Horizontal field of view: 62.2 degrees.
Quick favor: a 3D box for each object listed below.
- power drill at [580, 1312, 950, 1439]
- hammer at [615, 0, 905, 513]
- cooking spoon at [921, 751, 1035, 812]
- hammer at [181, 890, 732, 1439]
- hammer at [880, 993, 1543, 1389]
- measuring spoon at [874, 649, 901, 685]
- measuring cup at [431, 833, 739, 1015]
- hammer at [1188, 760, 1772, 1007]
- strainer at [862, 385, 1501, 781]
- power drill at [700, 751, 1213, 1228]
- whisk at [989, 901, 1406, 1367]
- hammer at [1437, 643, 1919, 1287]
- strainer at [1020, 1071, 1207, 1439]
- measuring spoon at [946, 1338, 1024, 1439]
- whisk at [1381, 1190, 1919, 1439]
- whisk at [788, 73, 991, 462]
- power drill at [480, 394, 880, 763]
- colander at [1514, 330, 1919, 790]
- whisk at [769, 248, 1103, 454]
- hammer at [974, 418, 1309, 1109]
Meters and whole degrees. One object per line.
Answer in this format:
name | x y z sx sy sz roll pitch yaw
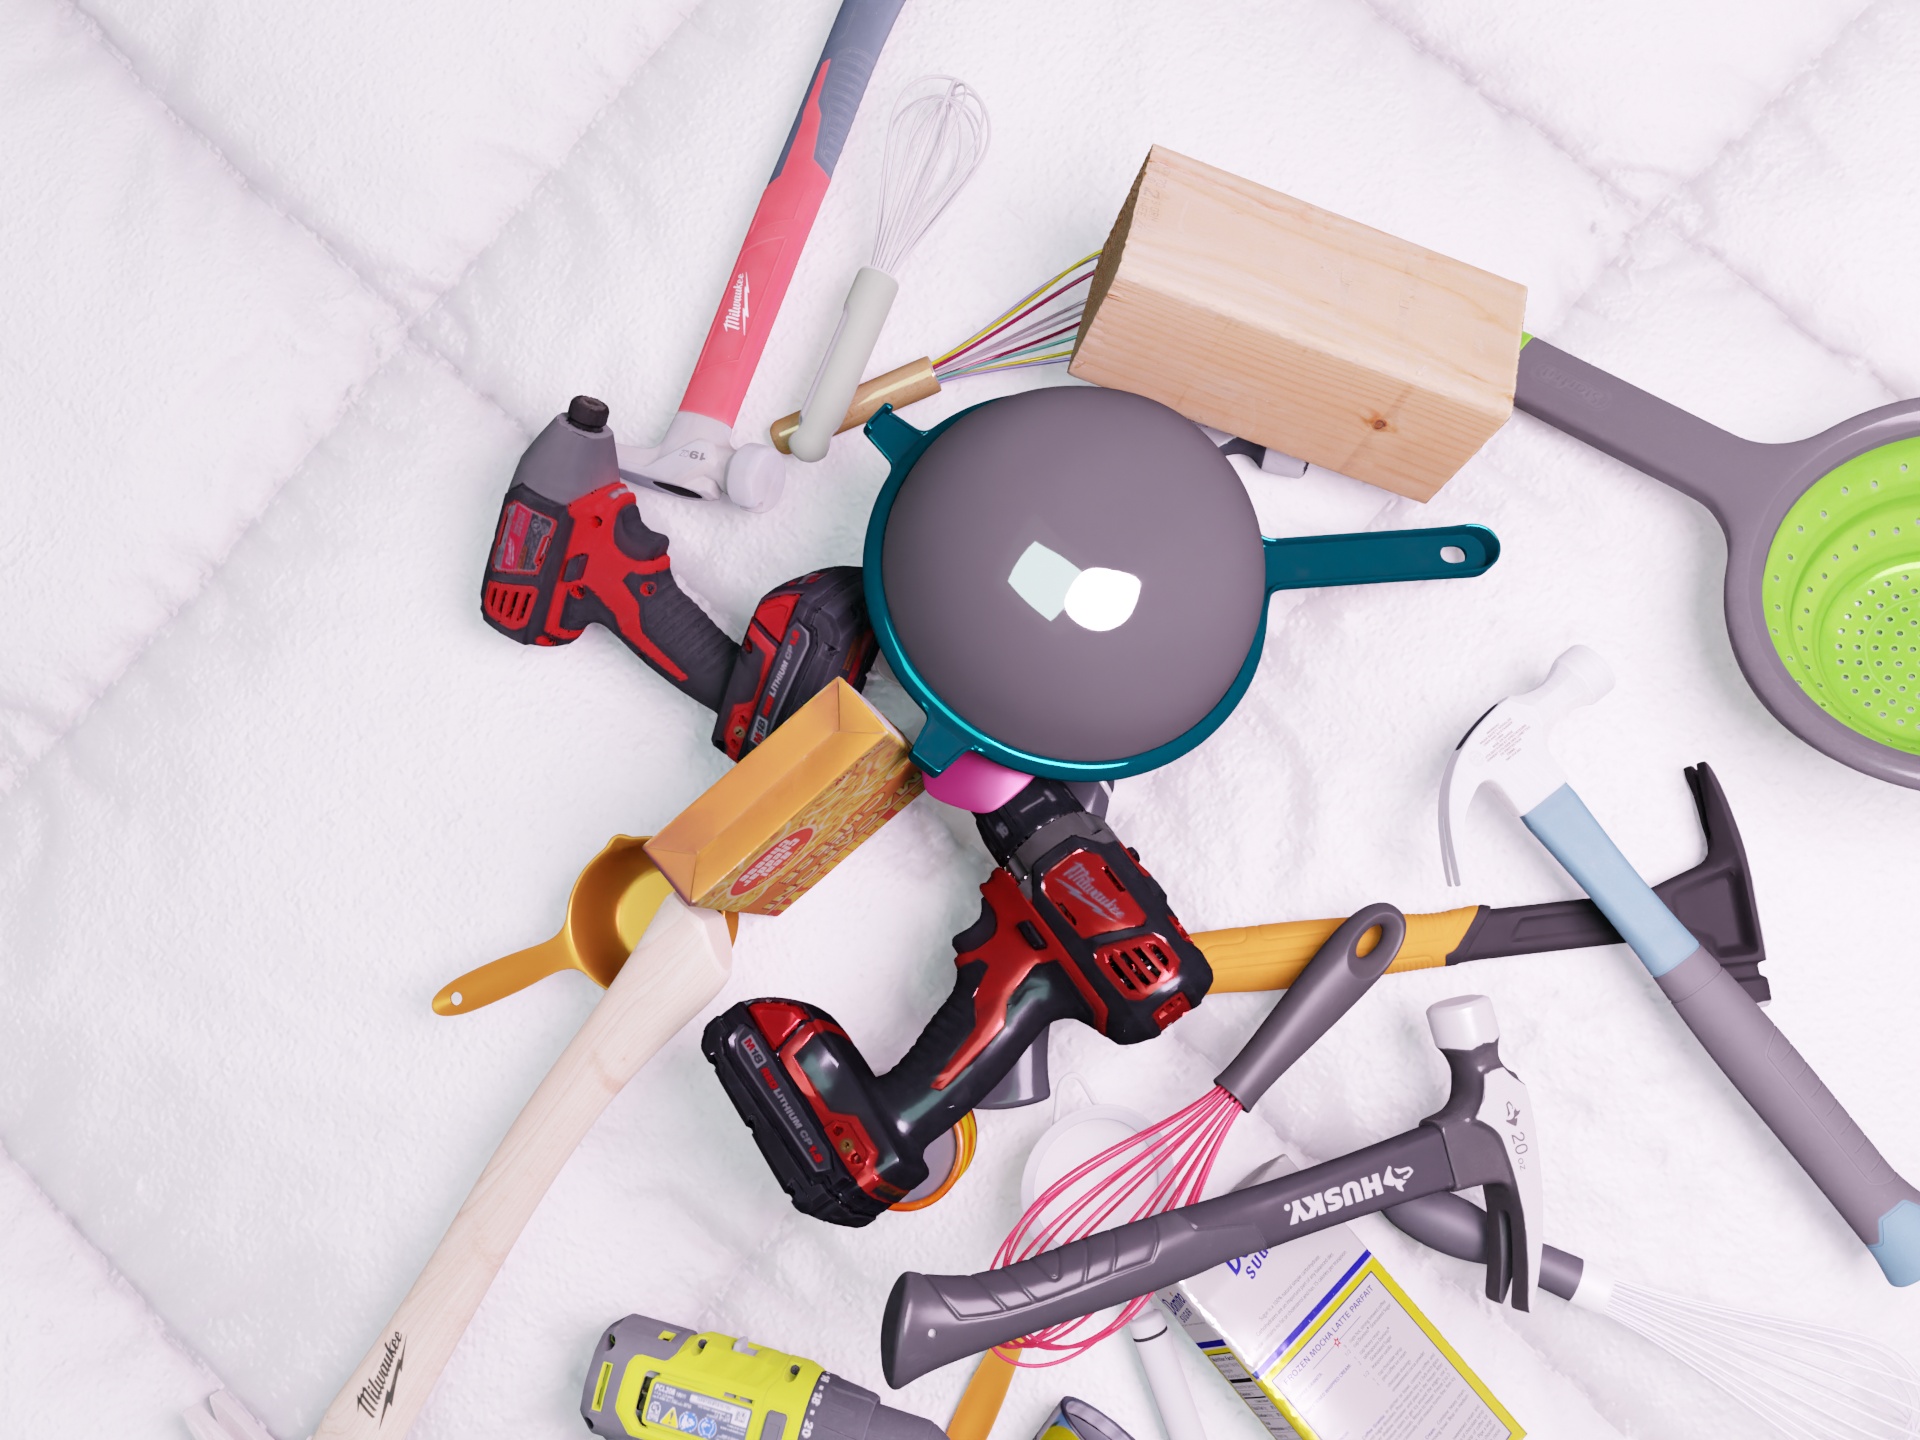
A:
power drill | -0.117 0.438 0.811 0.190 0.080 0.228 13 81 9
hammer | -0.108 -0.313 0.926 0.143 0.038 0.386 17 82 22
cooking spoon | 0.060 -0.096 0.833 0.069 0.017 0.319 16 69 23
hammer | -0.256 0.260 0.841 0.146 0.038 0.410 35 96 11
hammer | 0.122 0.240 0.732 0.334 0.035 0.146 -13 85 -18
measuring spoon | -0.001 -0.003 0.890 0.034 0.018 0.124 -42 86 4
measuring cup | -0.204 0.125 0.876 0.173 0.052 0.095 -23 80 5
hammer | 0.239 0.107 0.833 0.337 0.034 0.127 -9 82 6
strainer | 0.125 -0.088 0.779 0.340 0.095 0.211 -5 73 -12
power drill | -0.013 0.119 0.789 0.226 0.080 0.188 -36 65 -1
whisk | 0.120 0.199 0.782 0.073 0.073 0.296 43 79 10
hammer | 0.363 0.128 0.782 0.128 0.033 0.331 -38 81 1
strainer | 0.092 0.304 0.821 0.087 0.050 0.258 -19 86 -18
measuring spoon | 0.017 0.348 0.841 0.021 0.011 0.117 25 89 10
whisk | 0.344 0.295 0.788 0.285 0.070 0.070 21 85 14
whisk | -0.044 -0.256 0.896 0.059 0.058 0.246 24 79 -12
power drill | -0.154 -0.074 0.863 0.220 0.078 0.143 29 116 11
colander | 0.429 -0.094 0.821 0.397 0.094 0.204 38 88 28
whisk | 0.004 -0.209 0.901 0.245 0.047 0.051 -21 63 7
hammer | 0.070 0.009 0.853 0.149 0.036 0.409 15 80 10
